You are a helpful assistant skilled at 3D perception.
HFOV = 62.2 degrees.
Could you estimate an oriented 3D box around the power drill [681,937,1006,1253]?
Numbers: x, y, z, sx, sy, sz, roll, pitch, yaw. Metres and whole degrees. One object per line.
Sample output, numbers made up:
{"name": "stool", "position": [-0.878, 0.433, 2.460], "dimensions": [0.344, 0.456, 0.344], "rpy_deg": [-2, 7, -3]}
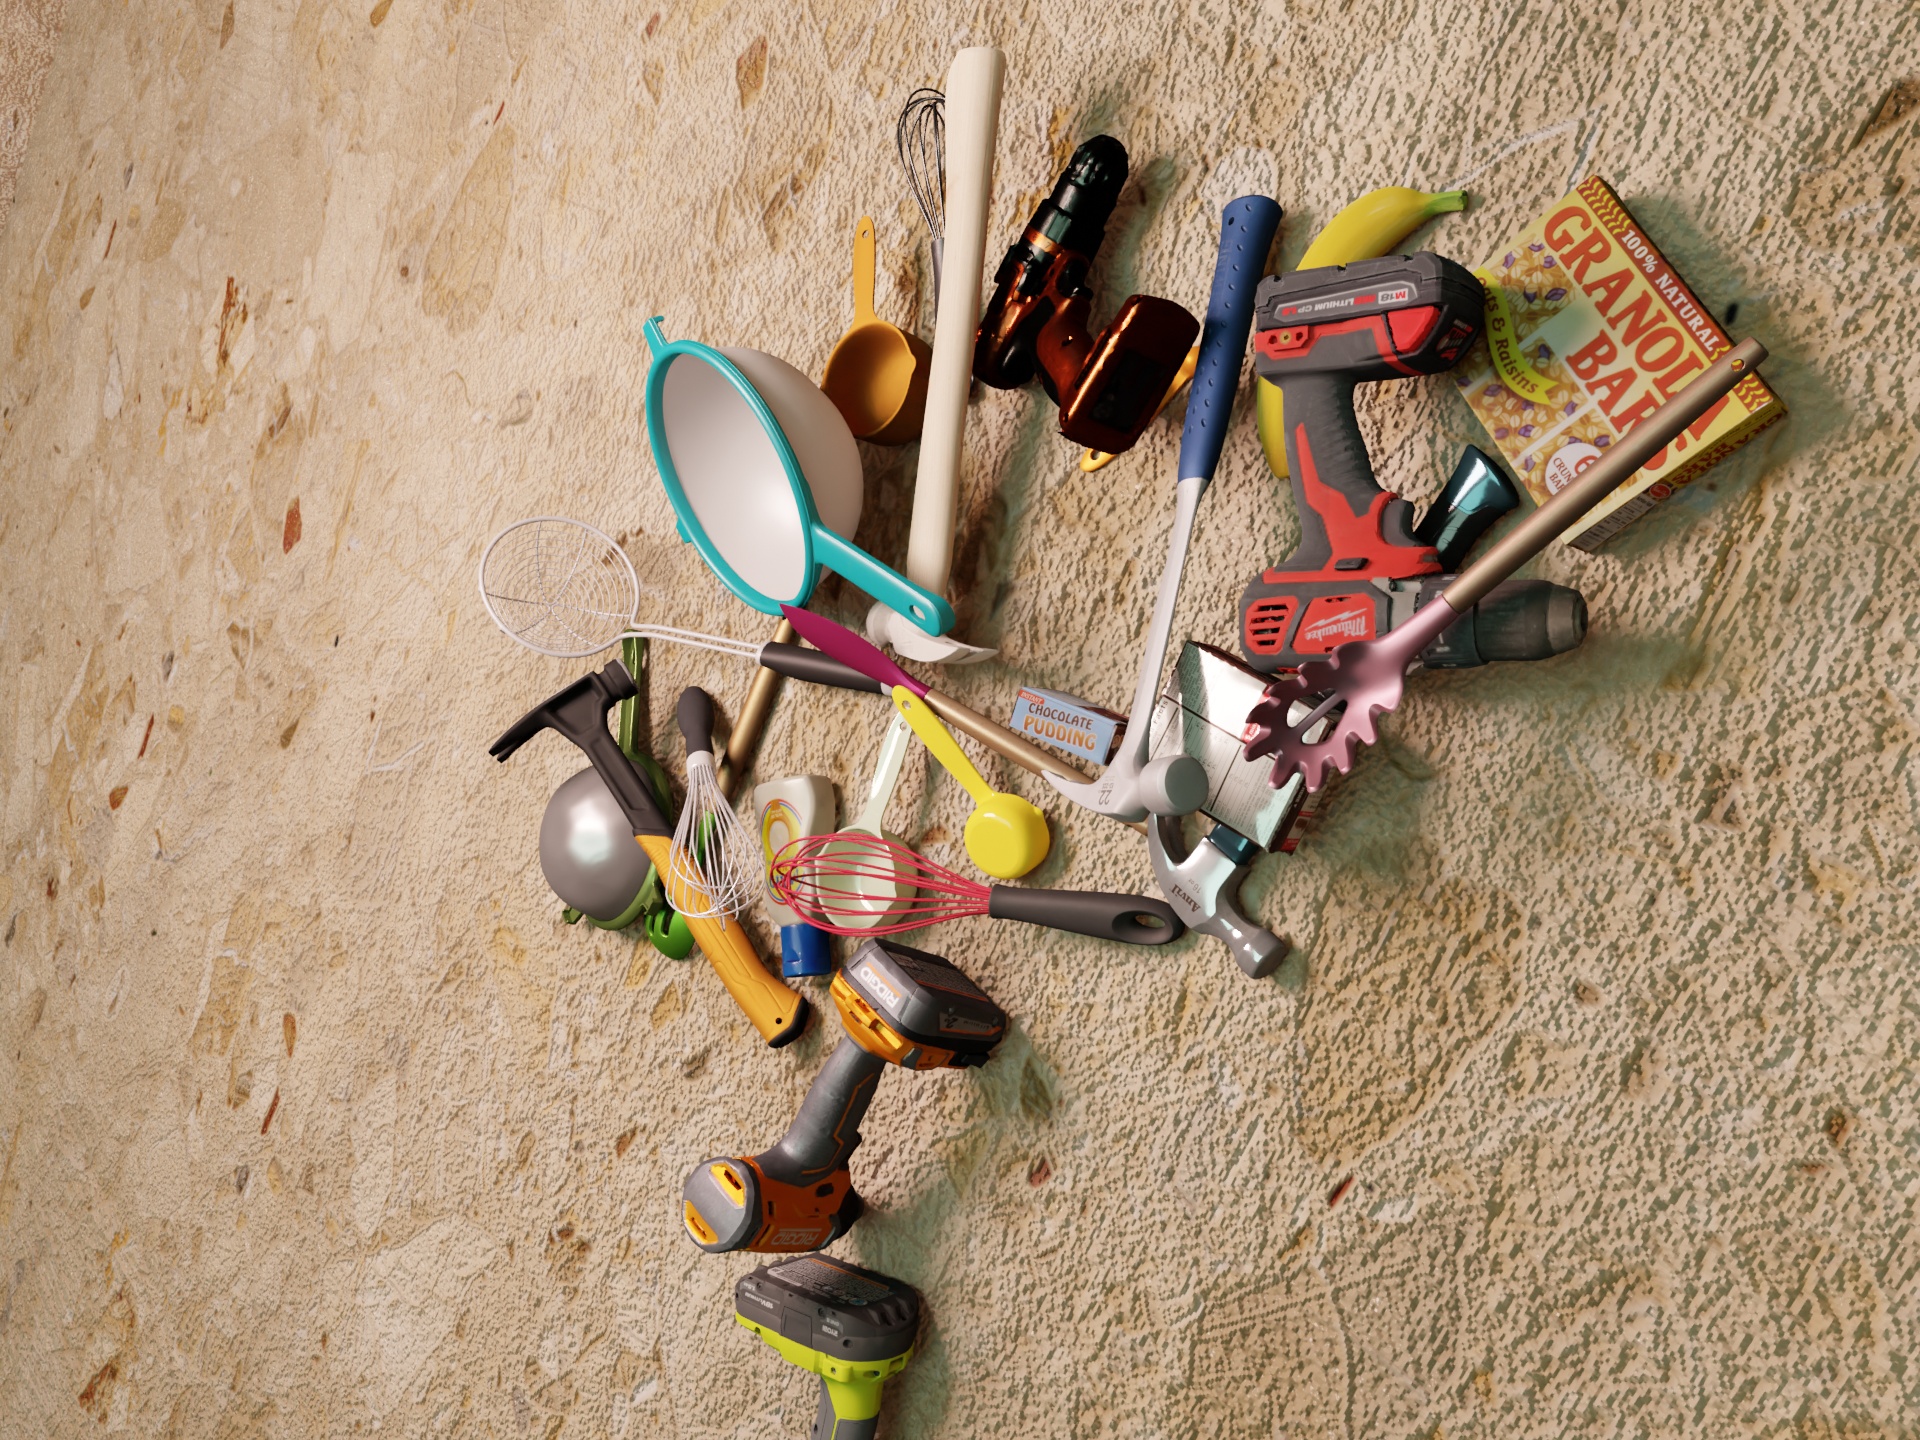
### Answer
{"name": "power drill", "position": [-0.071, 0.267, 1.085], "dimensions": [0.084, 0.164, 0.226], "rpy_deg": [39, 96, 34]}

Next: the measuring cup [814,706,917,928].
{"name": "measuring cup", "position": [-0.052, 0.072, 1.154], "dimensions": [0.083, 0.038, 0.167], "rpy_deg": [20, 95, 38]}

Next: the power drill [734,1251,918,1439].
{"name": "power drill", "position": [-0.112, 0.505, 1.124], "dimensions": [0.191, 0.080, 0.228], "rpy_deg": [5, 90, 38]}

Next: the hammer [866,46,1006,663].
{"name": "hammer", "position": [-0.001, -0.244, 1.084], "dimensions": [0.146, 0.038, 0.410], "rpy_deg": [21, 106, 61]}

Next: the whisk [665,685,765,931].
{"name": "whisk", "position": [-0.194, 0.055, 1.196], "dimensions": [0.070, 0.070, 0.285], "rpy_deg": [-52, 30, 21]}

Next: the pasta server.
{"name": "pasta server", "position": [0.270, -0.076, 0.806], "dimensions": [0.060, 0.040, 0.316], "rpy_deg": [48, 114, 2]}

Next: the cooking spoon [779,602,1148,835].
{"name": "cooking spoon", "position": [-0.002, -0.003, 1.090], "dimensions": [0.319, 0.068, 0.017], "rpy_deg": [30, 76, 23]}

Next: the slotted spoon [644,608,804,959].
{"name": "slotted spoon", "position": [-0.189, 0.049, 1.270], "dimensions": [0.070, 0.031, 0.313], "rpy_deg": [32, 103, 41]}

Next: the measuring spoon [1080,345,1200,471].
{"name": "measuring spoon", "position": [0.120, -0.208, 1.067], "dimensions": [0.117, 0.011, 0.021], "rpy_deg": [-42, 61, 27]}

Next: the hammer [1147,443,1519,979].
{"name": "hammer", "position": [0.224, -0.012, 0.950], "dimensions": [0.128, 0.033, 0.331], "rpy_deg": [43, 110, 32]}

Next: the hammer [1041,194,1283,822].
{"name": "hammer", "position": [0.136, -0.133, 0.973], "dimensions": [0.144, 0.035, 0.406], "rpy_deg": [-15, 58, 63]}

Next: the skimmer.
{"name": "skimmer", "position": [-0.209, -0.082, 1.228], "dimensions": [0.363, 0.090, 0.127], "rpy_deg": [13, 53, 27]}

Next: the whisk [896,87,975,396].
{"name": "whisk", "position": [-0.012, -0.350, 1.168], "dimensions": [0.055, 0.055, 0.239], "rpy_deg": [-11, 81, 37]}

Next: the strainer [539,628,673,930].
{"name": "strainer", "position": [-0.301, 0.044, 1.319], "dimensions": [0.151, 0.069, 0.256], "rpy_deg": [-12, 71, 48]}

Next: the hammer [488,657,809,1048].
{"name": "hammer", "position": [-0.230, 0.113, 1.233], "dimensions": [0.127, 0.034, 0.337], "rpy_deg": [-34, 75, -10]}

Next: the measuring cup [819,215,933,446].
{"name": "measuring cup", "position": [-0.056, -0.289, 1.191], "dimensions": [0.095, 0.052, 0.174], "rpy_deg": [-9, 77, 37]}

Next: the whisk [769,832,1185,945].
{"name": "whisk", "position": [0.005, 0.119, 1.061], "dimensions": [0.296, 0.073, 0.073], "rpy_deg": [5, 87, 22]}

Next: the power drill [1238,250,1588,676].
{"name": "power drill", "position": [0.246, -0.134, 0.875], "dimensions": [0.188, 0.080, 0.227], "rpy_deg": [1, 92, 35]}

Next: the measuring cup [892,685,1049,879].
{"name": "measuring cup", "position": [-0.002, 0.042, 1.080], "dimensions": [0.156, 0.029, 0.062], "rpy_deg": [51, 127, 0]}

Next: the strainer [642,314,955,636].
{"name": "strainer", "position": [-0.095, -0.159, 1.133], "dimensions": [0.341, 0.095, 0.210], "rpy_deg": [36, 143, 35]}
